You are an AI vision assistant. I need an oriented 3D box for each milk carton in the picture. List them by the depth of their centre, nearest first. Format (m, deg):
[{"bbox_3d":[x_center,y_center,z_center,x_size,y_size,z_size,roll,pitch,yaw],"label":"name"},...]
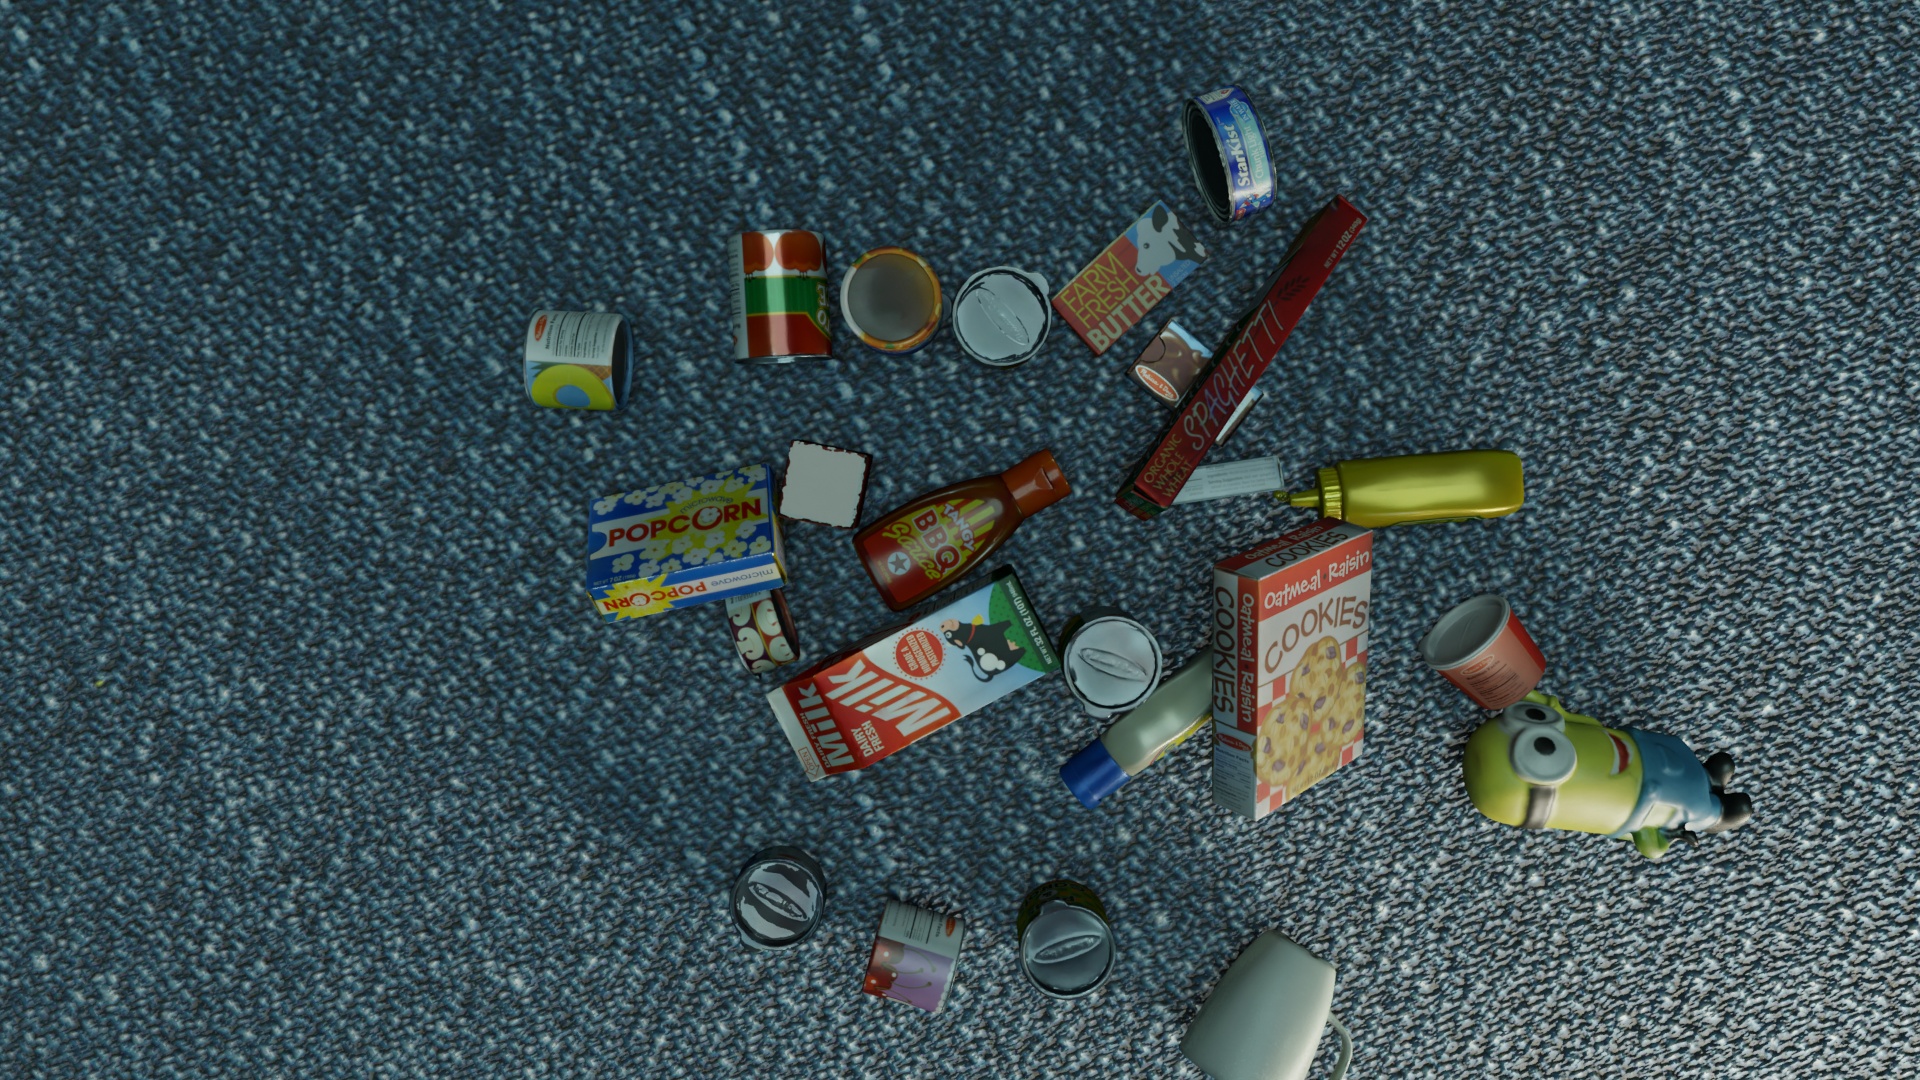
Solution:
[{"bbox_3d":[-0.033,0.092,0.944,0.190,0.073,0.072,-27,94,2],"label":"milk carton"}]

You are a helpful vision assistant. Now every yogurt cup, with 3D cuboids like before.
[{"bbox_3d":[0.361,0.078,0.950,0.072,0.072,0.054,-45,101,3],"label":"yogurt cup"}]

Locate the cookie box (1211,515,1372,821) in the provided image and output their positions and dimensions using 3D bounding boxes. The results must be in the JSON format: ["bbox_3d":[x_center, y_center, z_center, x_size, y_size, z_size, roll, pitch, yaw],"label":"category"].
[{"bbox_3d":[0.216,0.081,0.909,0.123,0.040,0.166,-19,114,-38],"label":"cookie box"}]

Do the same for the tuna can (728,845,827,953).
[{"bbox_3d":[-0.129,0.253,0.975,0.071,0.033,0.071,0,94,0],"label":"tuna can"}]

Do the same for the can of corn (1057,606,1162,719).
[{"bbox_3d":[0.100,0.083,0.951,0.071,0.058,0.071,0,94,0],"label":"can of corn"}]

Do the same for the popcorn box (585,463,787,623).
[{"bbox_3d":[-0.183,0.001,0.932,0.127,0.085,0.038,-12,139,1],"label":"popcorn box"}]

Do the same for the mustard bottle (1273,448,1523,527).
[{"bbox_3d":[0.294,-0.033,0.944,0.160,0.065,0.049,-5,89,7],"label":"mustard bottle"}]

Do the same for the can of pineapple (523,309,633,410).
[{"bbox_3d":[-0.255,-0.120,0.935,0.058,0.071,0.071,3,94,0],"label":"can of pineapple"}]

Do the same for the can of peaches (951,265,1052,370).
[{"bbox_3d":[0.029,-0.150,0.936,0.071,0.058,0.071,0,93,0],"label":"can of peaches"}]

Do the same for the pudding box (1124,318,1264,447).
[{"bbox_3d":[0.160,-0.108,0.953,0.084,0.030,0.049,38,94,-2],"label":"pudding box"}]

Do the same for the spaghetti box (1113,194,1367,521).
[{"bbox_3d":[0.183,-0.119,0.911,0.028,0.050,0.250,36,78,-2],"label":"spaghetti box"}]

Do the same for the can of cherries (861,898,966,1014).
[{"bbox_3d":[-0.033,0.290,0.962,0.058,0.071,0.071,15,94,-1],"label":"can of cherries"}]

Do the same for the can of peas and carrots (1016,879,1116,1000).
[{"bbox_3d":[0.071,0.274,0.964,0.071,0.059,0.071,0,94,0],"label":"can of peas and carrots"}]

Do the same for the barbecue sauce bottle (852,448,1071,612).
[{"bbox_3d":[0.003,-0.012,0.952,0.148,0.044,0.065,-29,93,1],"label":"barbecue sauce bottle"}]

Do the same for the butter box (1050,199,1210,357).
[{"bbox_3d":[0.115,-0.179,0.951,0.103,0.024,0.053,-43,92,2],"label":"butter box"}]

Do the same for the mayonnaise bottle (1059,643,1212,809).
[{"bbox_3d":[0.136,0.126,0.954,0.148,0.064,0.041,-40,75,6],"label":"mayonnaise bottle"}]

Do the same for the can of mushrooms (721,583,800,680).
[{"bbox_3d":[-0.135,0.058,0.946,0.033,0.071,0.071,-19,94,1],"label":"can of mushrooms"}]

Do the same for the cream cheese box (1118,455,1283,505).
[{"bbox_3d":[0.163,-0.039,0.946,0.104,0.053,0.024,-8,93,0],"label":"cream cheese box"}]

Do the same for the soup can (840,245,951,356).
[{"bbox_3d":[-0.041,-0.158,0.922,0.071,0.084,0.071,0,94,0],"label":"soup can"}]

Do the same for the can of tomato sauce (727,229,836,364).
[{"bbox_3d":[-0.119,-0.162,0.931,0.071,0.071,0.083,-3,94,0],"label":"can of tomato sauce"}]
